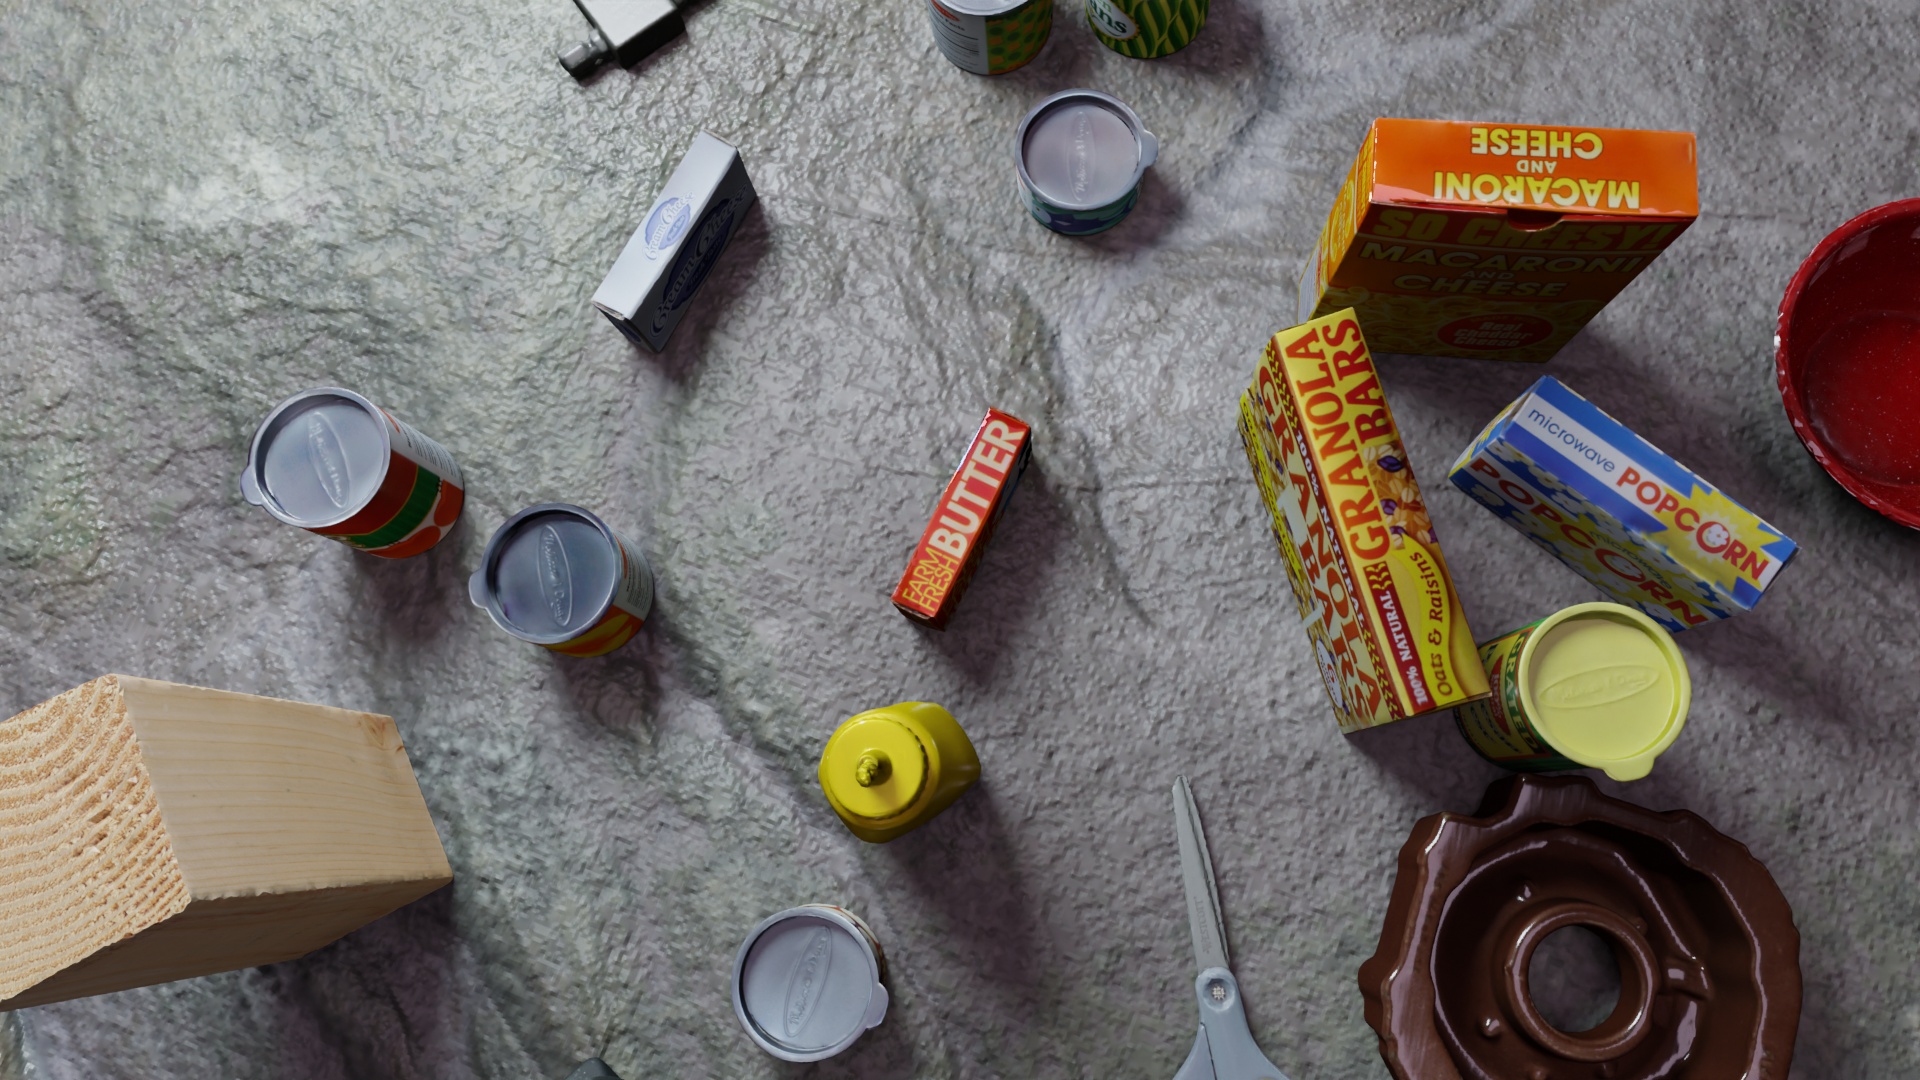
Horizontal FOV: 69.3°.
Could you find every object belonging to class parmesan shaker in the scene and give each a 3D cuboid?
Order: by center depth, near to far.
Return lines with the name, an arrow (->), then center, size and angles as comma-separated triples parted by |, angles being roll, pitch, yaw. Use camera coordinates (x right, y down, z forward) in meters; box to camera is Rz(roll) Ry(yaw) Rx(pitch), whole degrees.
parmesan shaker -> 0.258, 0.069, 0.598 | 0.071, 0.103, 0.071 | -1, 79, 4

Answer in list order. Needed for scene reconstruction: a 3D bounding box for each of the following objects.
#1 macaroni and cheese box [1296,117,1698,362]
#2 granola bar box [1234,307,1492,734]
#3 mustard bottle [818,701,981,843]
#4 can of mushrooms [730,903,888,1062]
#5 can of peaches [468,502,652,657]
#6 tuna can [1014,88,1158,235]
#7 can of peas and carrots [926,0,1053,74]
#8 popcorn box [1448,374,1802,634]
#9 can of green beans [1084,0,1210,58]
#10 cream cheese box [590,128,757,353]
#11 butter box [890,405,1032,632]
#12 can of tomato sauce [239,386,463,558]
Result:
macaroni and cheese box -> 0.224, -0.125, 0.608 | 0.124, 0.166, 0.040 | 4, 79, 5
granola bar box -> 0.169, -0.001, 0.608 | 0.039, 0.124, 0.166 | -16, 78, 1
mustard bottle -> -0.028, 0.096, 0.582 | 0.065, 0.160, 0.049 | -35, 79, -3
can of mushrooms -> -0.065, 0.199, 0.627 | 0.071, 0.033, 0.071 | -1, 78, 4
can of peaches -> -0.188, 0.020, 0.660 | 0.071, 0.058, 0.071 | -1, 78, 4
tuna can -> 0.063, -0.190, 0.701 | 0.071, 0.032, 0.071 | -1, 78, 4
can of peas and carrots -> 0.017, -0.284, 0.710 | 0.071, 0.058, 0.071 | -1, 78, 4
popcorn box -> 0.291, -0.014, 0.622 | 0.127, 0.085, 0.038 | 38, 84, 10
can of green beans -> 0.096, -0.289, 0.707 | 0.071, 0.057, 0.071 | -1, 78, 4
cream cheese box -> -0.141, -0.148, 0.695 | 0.024, 0.053, 0.104 | 29, 82, 9
butter box -> 0.002, -0.008, 0.656 | 0.024, 0.053, 0.103 | 26, 81, 8
can of tomato sauce -> -0.287, -0.029, 0.664 | 0.071, 0.083, 0.071 | -1, 79, 4
